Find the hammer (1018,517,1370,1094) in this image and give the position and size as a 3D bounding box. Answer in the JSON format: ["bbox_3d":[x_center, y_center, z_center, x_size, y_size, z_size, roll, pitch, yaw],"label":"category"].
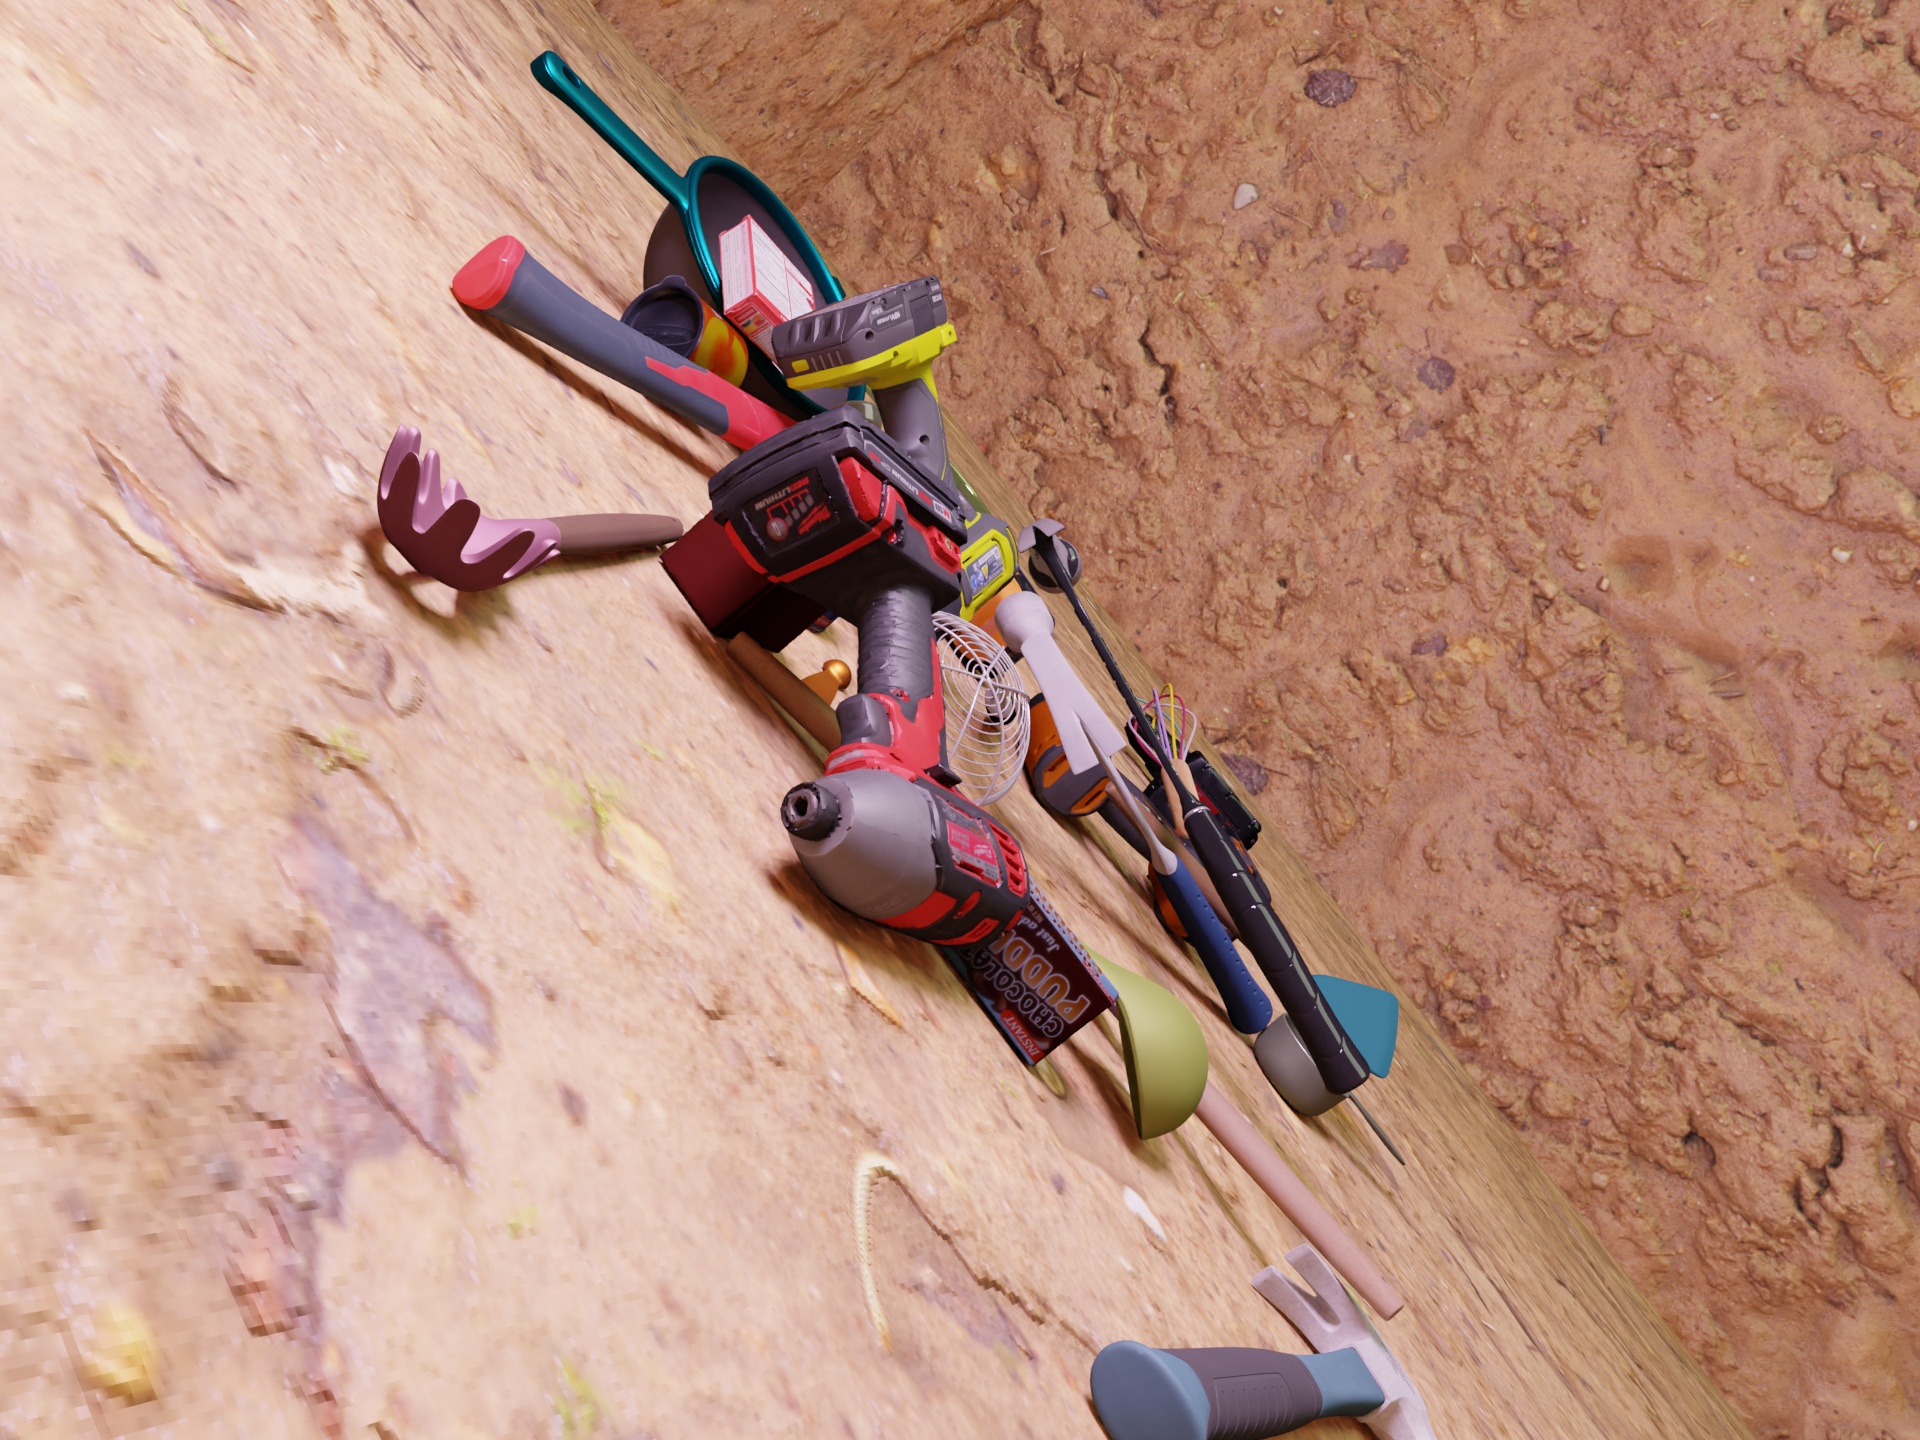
[{"bbox_3d":[0.142,0.046,1.004,0.409,0.036,0.149,61,6,12],"label":"hammer"}]

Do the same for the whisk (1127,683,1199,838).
[{"bbox_3d":[0.159,0.027,1.202,0.051,0.047,0.245,40,16,-13],"label":"whisk"}]

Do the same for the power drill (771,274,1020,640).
[{"bbox_3d":[-0.039,-0.165,1.044,0.171,0.080,0.223,-44,122,-55],"label":"power drill"}]

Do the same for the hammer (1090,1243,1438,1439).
[{"bbox_3d":[0.133,0.272,0.644,0.330,0.033,0.128,35,19,-56],"label":"hammer"}]

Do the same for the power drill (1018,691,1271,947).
[{"bbox_3d":[0.134,0.067,1.259,0.226,0.084,0.164,42,12,-20],"label":"power drill"}]

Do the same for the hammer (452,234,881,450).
[{"bbox_3d":[-0.150,-0.177,0.955,0.386,0.038,0.143,18,63,-61],"label":"hammer"}]

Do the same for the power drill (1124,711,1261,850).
[{"bbox_3d":[0.245,0.073,1.731,0.188,0.080,0.226,51,7,2],"label":"power drill"}]

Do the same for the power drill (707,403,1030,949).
[{"bbox_3d":[-0.040,-0.016,0.685,0.143,0.078,0.220,31,41,-54],"label":"power drill"}]

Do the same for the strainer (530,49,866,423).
[{"bbox_3d":[-0.199,-0.324,1.123,0.340,0.095,0.211,38,35,-46],"label":"strainer"}]

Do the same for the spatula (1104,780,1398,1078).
[{"bbox_3d":[0.219,0.149,1.193,0.317,0.044,0.082,45,43,-20],"label":"spatula"}]

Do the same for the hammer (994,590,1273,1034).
[{"bbox_3d":[0.134,0.093,1.069,0.405,0.035,0.144,57,6,-39],"label":"hammer"}]

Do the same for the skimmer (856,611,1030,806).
[{"bbox_3d":[-0.002,-0.003,1.056,0.127,0.090,0.363,62,1,4],"label":"skimmer"}]

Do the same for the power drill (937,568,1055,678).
[{"bbox_3d":[-0.014,-0.107,1.247,0.226,0.084,0.186,29,25,-53],"label":"power drill"}]

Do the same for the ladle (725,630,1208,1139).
[{"bbox_3d":[-0.001,0.079,0.771,0.320,0.062,0.078,43,3,-3],"label":"ladle"}]

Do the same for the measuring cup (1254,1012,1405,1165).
[{"bbox_3d":[0.279,0.292,1.203,0.167,0.038,0.083,49,10,-20],"label":"measuring cup"}]

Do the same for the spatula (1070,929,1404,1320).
[{"bbox_3d":[0.113,0.183,0.836,0.316,0.018,0.059,47,8,30],"label":"spatula"}]

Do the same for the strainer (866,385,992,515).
[{"bbox_3d":[-0.060,-0.255,1.591,0.256,0.069,0.151,50,12,3],"label":"strainer"}]

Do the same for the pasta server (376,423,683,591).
[{"bbox_3d":[-0.156,-0.081,0.647,0.060,0.040,0.316,39,9,-1],"label":"pasta server"}]

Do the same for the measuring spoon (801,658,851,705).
[{"bbox_3d":[-0.073,-0.019,0.857,0.021,0.011,0.117,50,10,-4],"label":"measuring spoon"}]
